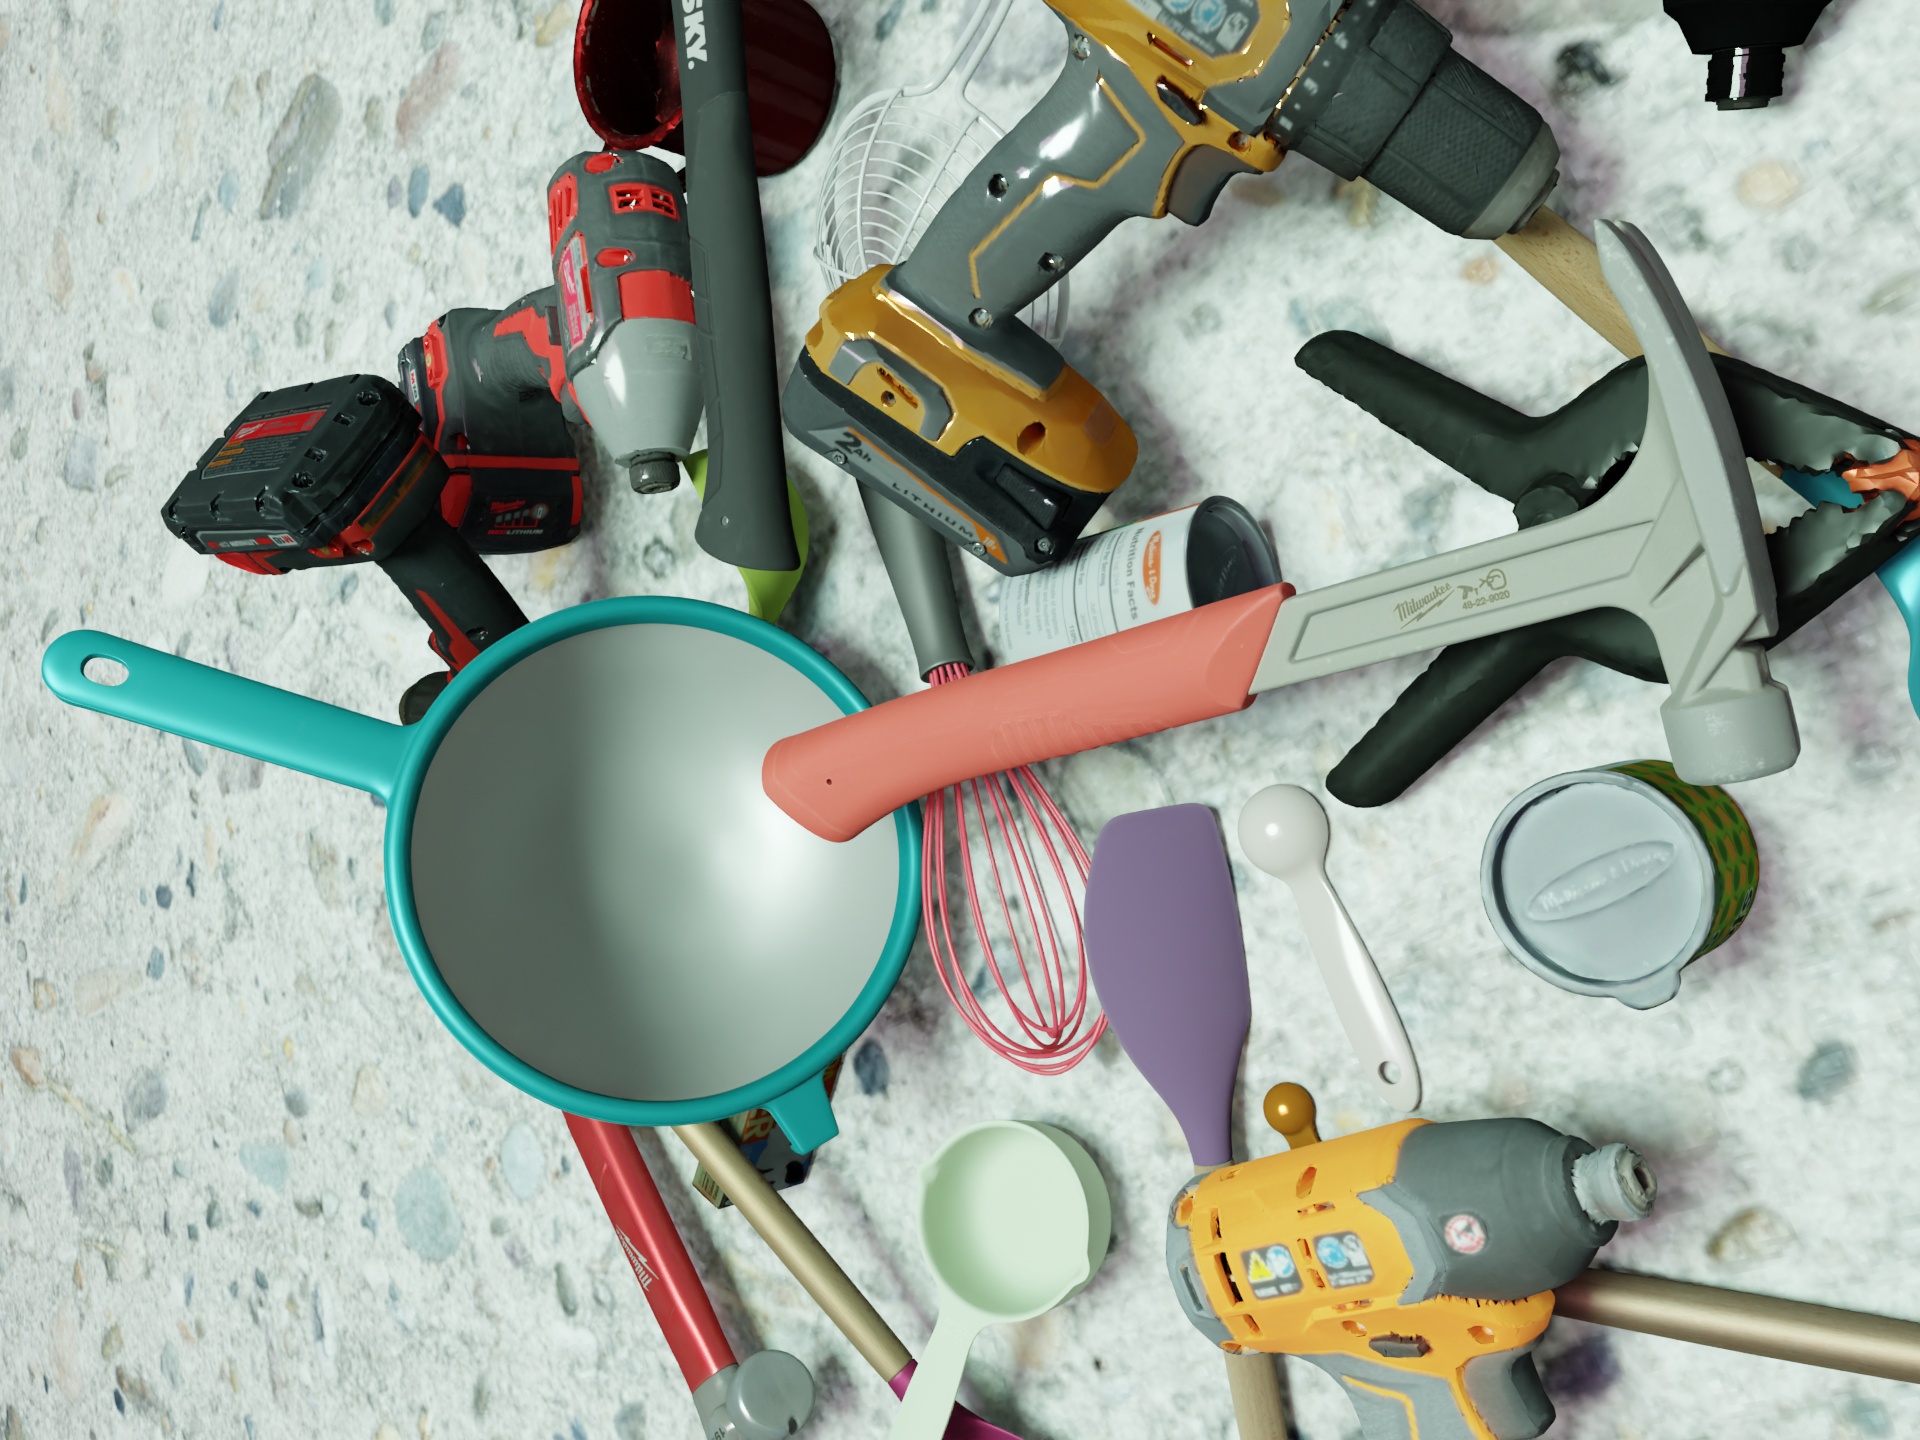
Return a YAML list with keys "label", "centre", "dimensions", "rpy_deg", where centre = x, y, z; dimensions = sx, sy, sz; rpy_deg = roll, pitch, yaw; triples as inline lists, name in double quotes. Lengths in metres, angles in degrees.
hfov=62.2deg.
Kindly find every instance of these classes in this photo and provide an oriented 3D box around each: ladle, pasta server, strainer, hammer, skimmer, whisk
- label: "ladle"
  centre: [-0.127, 0.029, 0.748]
  dimensions: [0.078, 0.062, 0.320]
  rpy_deg: [-123, 44, -65]
- label: "pasta server"
  centre: [0.272, 0.181, 0.443]
  dimensions: [0.316, 0.040, 0.060]
  rpy_deg: [-4, 98, 40]
- label: "strainer"
  centre: [-0.186, 0.041, 0.646]
  dimensions: [0.095, 0.340, 0.211]
  rpy_deg: [136, 151, -66]
- label: "hammer"
  centre: [-0.090, -0.224, 0.618]
  dimensions: [0.146, 0.035, 0.335]
  rpy_deg: [-3, 93, 34]
- label: "hammer"
  centre: [0.064, -0.024, 0.518]
  dimensions: [0.359, 0.036, 0.149]
  rpy_deg: [-15, 92, 39]
- label: "hammer"
  centre: [-0.195, 0.204, 0.814]
  dimensions: [0.387, 0.038, 0.143]
  rpy_deg: [57, 136, 25]
- label: "skimmer"
  centre: [0.045, -0.302, 0.611]
  dimensions: [0.127, 0.090, 0.363]
  rpy_deg: [30, 100, 29]
- label: "whisk"
  centre: [-0.001, -0.002, 0.645]
  dimensions: [0.073, 0.073, 0.296]
  rpy_deg: [-29, 68, 36]

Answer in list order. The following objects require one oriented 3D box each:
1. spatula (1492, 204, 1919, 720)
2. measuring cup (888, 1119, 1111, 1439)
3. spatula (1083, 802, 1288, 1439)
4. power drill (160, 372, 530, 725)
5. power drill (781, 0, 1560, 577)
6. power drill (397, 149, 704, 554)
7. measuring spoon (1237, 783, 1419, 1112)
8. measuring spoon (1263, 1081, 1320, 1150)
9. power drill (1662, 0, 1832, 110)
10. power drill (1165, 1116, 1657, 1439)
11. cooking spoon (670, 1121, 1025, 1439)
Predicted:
- label: "spatula"
  centre: [0.233, -0.091, 0.474]
  dimensions: [0.082, 0.044, 0.318]
  rpy_deg: [-52, 57, 28]
- label: "measuring cup"
  centre: [0.008, 0.240, 0.638]
  dimensions: [0.083, 0.038, 0.167]
  rpy_deg: [23, 94, 30]
- label: "spatula"
  centre: [0.096, 0.189, 0.588]
  dimensions: [0.018, 0.059, 0.316]
  rpy_deg: [154, 106, -82]
- label: "power drill"
  centre: [-0.263, -0.052, 0.766]
  dimensions: [0.188, 0.226, 0.080]
  rpy_deg: [2, 54, 39]
- label: "power drill"
  centre: [0.060, -0.154, 0.521]
  dimensions: [0.185, 0.084, 0.226]
  rpy_deg: [33, 127, -2]
- label: "power drill"
  centre: [-0.185, -0.153, 0.739]
  dimensions: [0.220, 0.078, 0.143]
  rpy_deg: [-17, 81, 52]
- label: "measuring spoon"
  centre: [0.130, 0.081, 0.565]
  dimensions: [0.034, 0.018, 0.124]
  rpy_deg: [-32, 73, 35]
- label: "measuring spoon"
  centre: [0.136, 0.187, 0.569]
  dimensions: [0.021, 0.011, 0.117]
  rpy_deg: [-32, 72, 35]
- label: "power drill"
  centre: [0.156, -0.271, 0.488]
  dimensions: [0.223, 0.080, 0.171]
  rpy_deg: [9, 110, 35]
- label: "power drill"
  centre: [0.170, 0.233, 0.484]
  dimensions: [0.164, 0.084, 0.226]
  rpy_deg: [-33, 74, 43]
- label: "cooking spoon"
  centre: [-0.042, 0.253, 0.670]
  dimensions: [0.319, 0.017, 0.068]
  rpy_deg: [46, 107, 12]
